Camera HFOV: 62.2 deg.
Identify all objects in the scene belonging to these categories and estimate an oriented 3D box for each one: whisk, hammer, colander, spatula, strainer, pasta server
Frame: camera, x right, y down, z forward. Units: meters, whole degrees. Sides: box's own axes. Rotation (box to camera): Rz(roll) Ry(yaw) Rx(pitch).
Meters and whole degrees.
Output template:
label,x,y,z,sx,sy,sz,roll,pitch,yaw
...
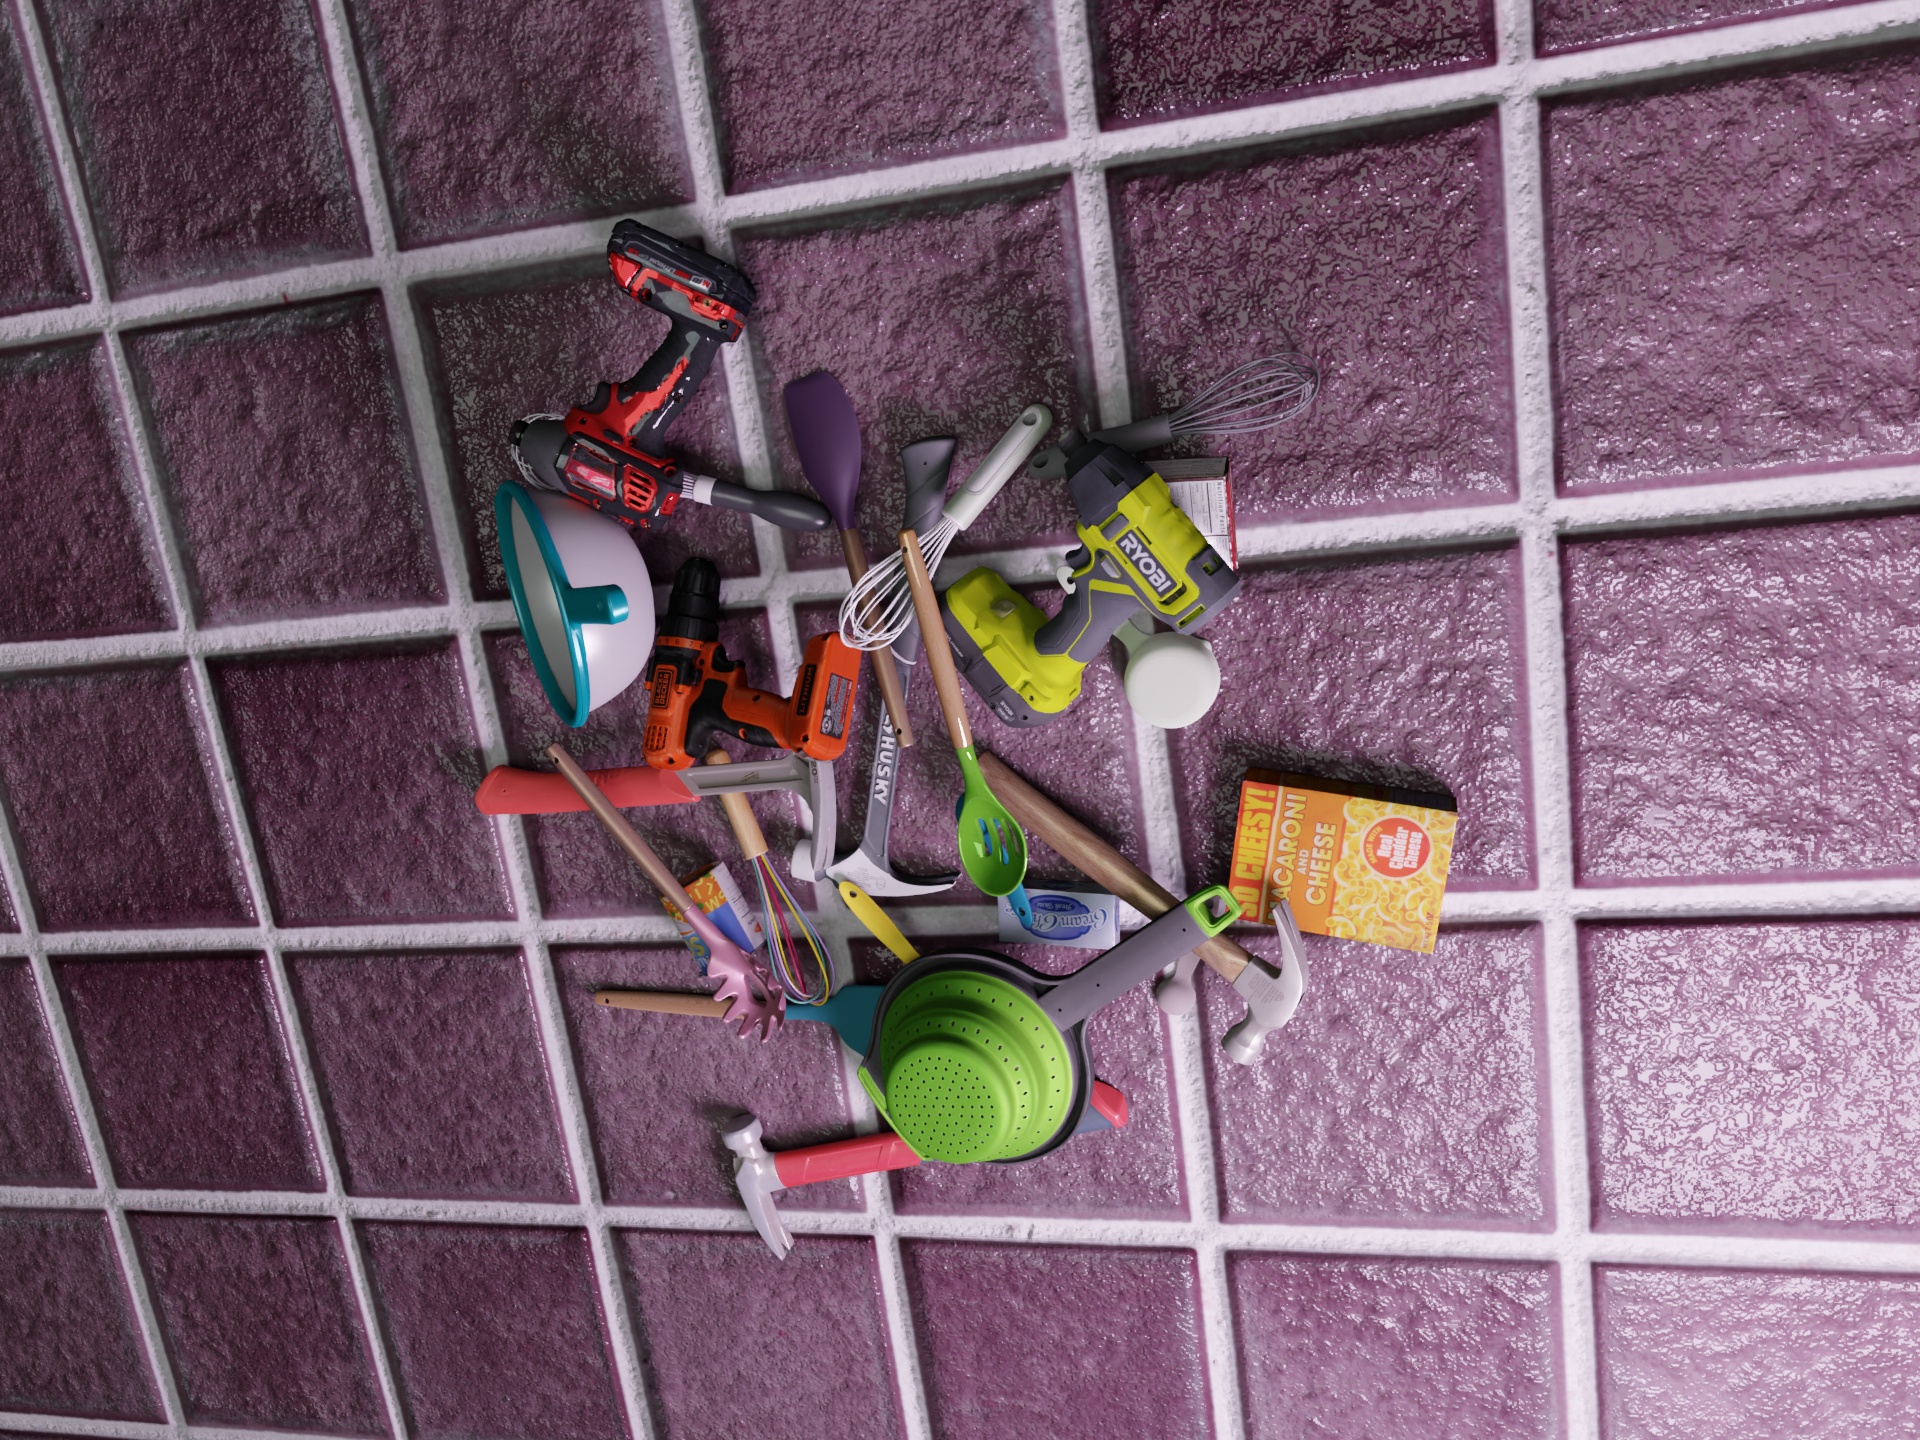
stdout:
label,x,y,z,sx,sy,sz,roll,pitch,yaw
whisk,0.160,-0.228,1.221,0.239,0.055,0.055,-14,102,23
whisk,-0.175,0.141,1.412,0.051,0.047,0.245,-23,88,-14
whisk,-0.244,-0.202,1.336,0.284,0.070,0.070,14,109,6
hammer,-0.028,0.403,1.461,0.386,0.038,0.143,-15,102,19
colander,0.060,0.256,1.296,0.397,0.094,0.204,-38,89,26
spatula,-0.199,0.269,1.467,0.317,0.044,0.082,1,103,17
hammer,-0.048,-0.038,1.339,0.149,0.036,0.408,13,109,11
spatula,-0.083,-0.131,1.300,0.060,0.018,0.316,-15,89,22
whisk,-0.011,-0.153,1.258,0.058,0.059,0.246,41,93,29
hammer,0.140,0.132,1.307,0.331,0.031,0.130,37,115,14
hammer,-0.275,0.067,1.408,0.359,0.036,0.149,-6,87,23
strainer,-0.285,-0.102,1.278,0.095,0.340,0.211,-18,101,-24
pasta server,-0.257,0.145,1.378,0.060,0.040,0.316,-39,93,25

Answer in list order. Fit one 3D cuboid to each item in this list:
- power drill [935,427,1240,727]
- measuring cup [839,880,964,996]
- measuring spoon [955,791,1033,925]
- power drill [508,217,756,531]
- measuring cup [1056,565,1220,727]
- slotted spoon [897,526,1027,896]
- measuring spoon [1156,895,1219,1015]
label,x,y,z,sx,sy,sz,roll,pitch,yaw
power drill,0.084,-0.105,1.220,0.171,0.080,0.223,50,132,-1
measuring cup,-0.049,0.194,1.404,0.062,0.029,0.156,-40,97,22
measuring spoon,0.028,0.119,1.341,0.042,0.021,0.128,-18,99,44
power drill,-0.263,-0.276,1.273,0.143,0.078,0.219,24,97,0
measuring cup,0.136,-0.062,1.277,0.167,0.038,0.083,44,112,-2
slotted spoon,-0.002,-0.004,1.268,0.070,0.031,0.313,0,114,37
measuring spoon,0.195,0.198,1.349,0.034,0.018,0.124,19,109,10
